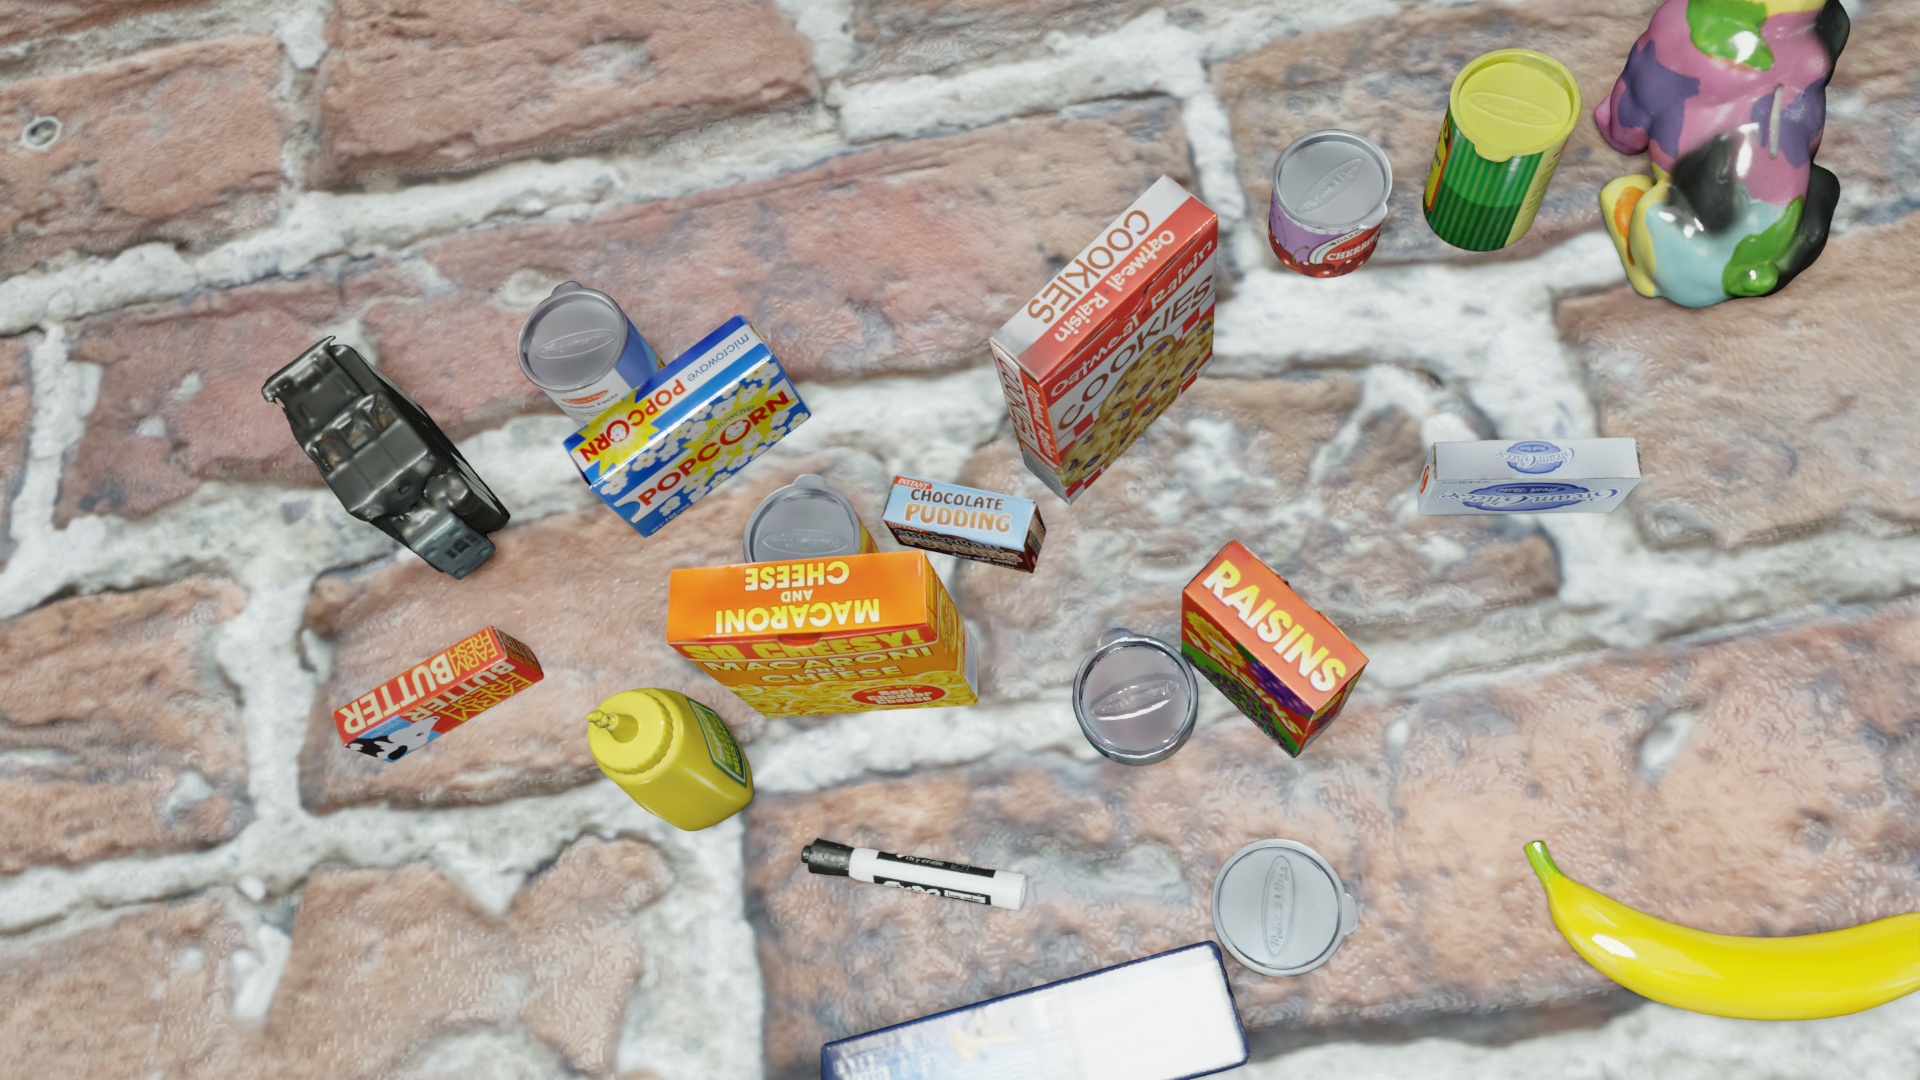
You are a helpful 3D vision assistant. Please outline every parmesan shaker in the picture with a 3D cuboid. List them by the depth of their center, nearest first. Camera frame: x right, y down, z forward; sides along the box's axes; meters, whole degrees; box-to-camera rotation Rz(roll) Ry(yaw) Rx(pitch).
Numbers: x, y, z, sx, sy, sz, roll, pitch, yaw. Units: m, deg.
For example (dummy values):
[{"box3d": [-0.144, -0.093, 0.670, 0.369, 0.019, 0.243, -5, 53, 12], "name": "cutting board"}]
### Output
[{"box3d": [0.298, -0.213, 0.777, 0.071, 0.103, 0.071, -3, 71, 8], "name": "parmesan shaker"}]

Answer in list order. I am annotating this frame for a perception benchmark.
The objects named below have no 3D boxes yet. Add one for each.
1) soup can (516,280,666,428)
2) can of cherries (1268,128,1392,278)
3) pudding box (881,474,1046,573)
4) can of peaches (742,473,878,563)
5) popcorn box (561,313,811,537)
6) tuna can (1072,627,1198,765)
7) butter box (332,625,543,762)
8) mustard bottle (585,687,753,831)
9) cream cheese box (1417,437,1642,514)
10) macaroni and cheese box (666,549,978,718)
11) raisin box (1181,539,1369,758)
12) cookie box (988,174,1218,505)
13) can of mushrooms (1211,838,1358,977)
[{"box3d": [-0.216, -0.104, 0.830, 0.071, 0.083, 0.071, -3, 71, 8], "name": "soup can"}, {"box3d": [0.215, -0.192, 0.807, 0.071, 0.058, 0.071, -3, 71, 8], "name": "can of cherries"}, {"box3d": [0.003, -0.010, 0.781, 0.084, 0.049, 0.030, 12, 74, 13], "name": "pudding box"}, {"box3d": [-0.082, 0.006, 0.784, 0.071, 0.058, 0.071, -3, 71, 8], "name": "can of peaches"}, {"box3d": [-0.156, -0.065, 0.806, 0.127, 0.085, 0.038, -37, 70, -5], "name": "popcorn box"}, {"box3d": [0.093, 0.084, 0.743, 0.071, 0.032, 0.071, -3, 71, 8], "name": "tuna can"}, {"box3d": [-0.296, 0.088, 0.792, 0.103, 0.053, 0.024, -29, 69, -2], "name": "butter box"}, {"box3d": [-0.151, 0.107, 0.705, 0.049, 0.160, 0.065, -28, 69, -1], "name": "mustard bottle"}, {"box3d": [0.301, -0.034, 0.740, 0.104, 0.053, 0.024, -1, 71, 9], "name": "cream cheese box"}, {"box3d": [-0.062, 0.053, 0.707, 0.124, 0.166, 0.040, -5, 71, 7], "name": "macaroni and cheese box"}, {"box3d": [0.154, 0.057, 0.694, 0.040, 0.123, 0.086, -43, 70, -6], "name": "raisin box"}, {"box3d": [0.081, -0.099, 0.737, 0.123, 0.167, 0.040, -45, 71, -7], "name": "cookie box"}, {"box3d": [0.161, 0.185, 0.696, 0.071, 0.033, 0.071, -3, 71, 8], "name": "can of mushrooms"}]
